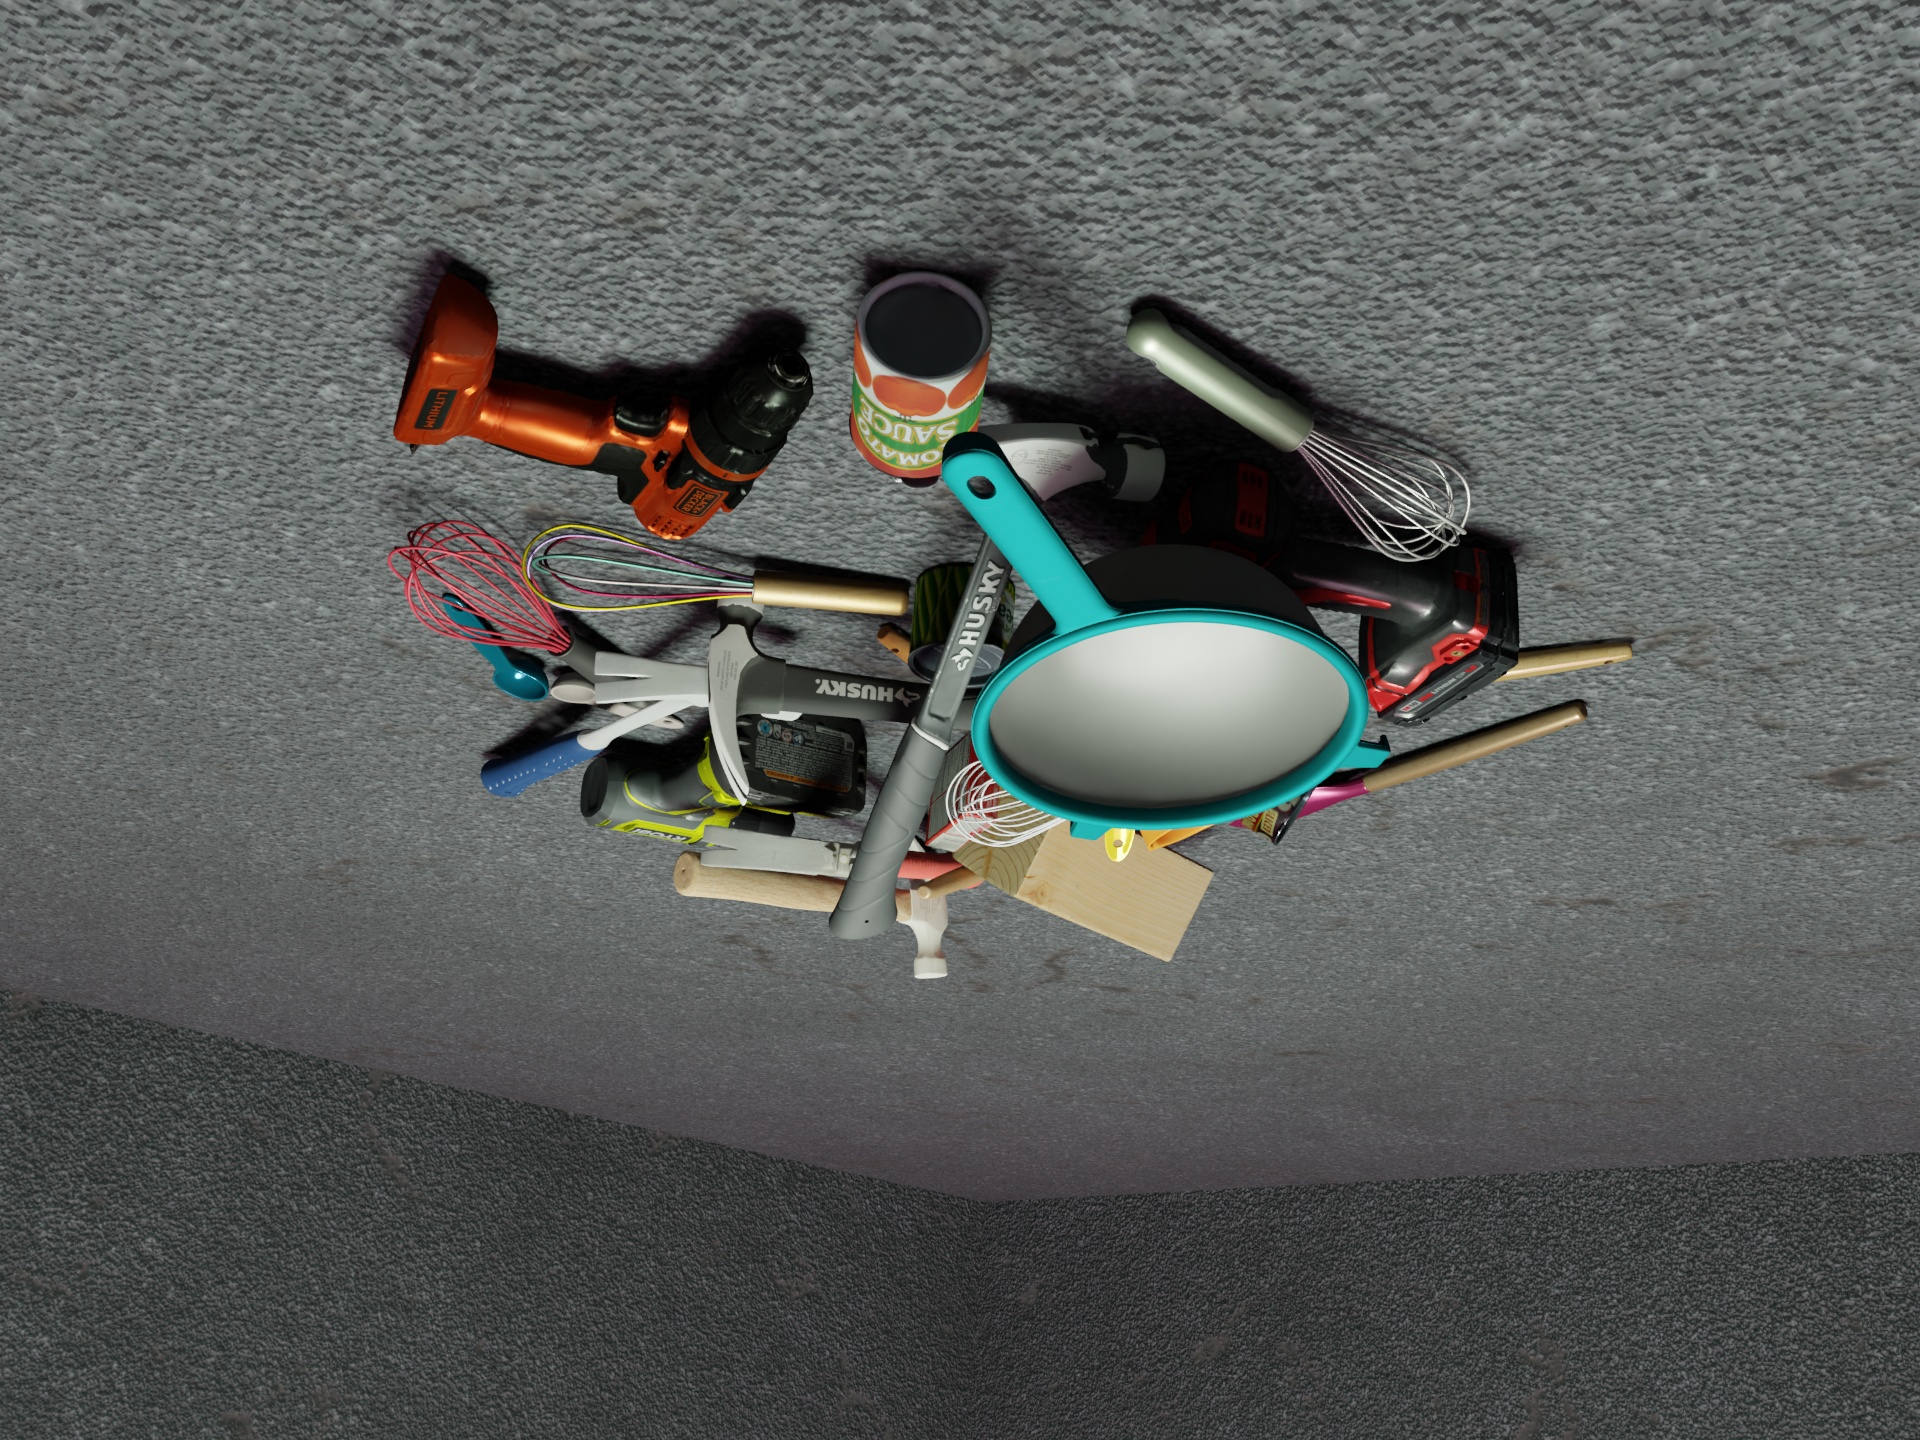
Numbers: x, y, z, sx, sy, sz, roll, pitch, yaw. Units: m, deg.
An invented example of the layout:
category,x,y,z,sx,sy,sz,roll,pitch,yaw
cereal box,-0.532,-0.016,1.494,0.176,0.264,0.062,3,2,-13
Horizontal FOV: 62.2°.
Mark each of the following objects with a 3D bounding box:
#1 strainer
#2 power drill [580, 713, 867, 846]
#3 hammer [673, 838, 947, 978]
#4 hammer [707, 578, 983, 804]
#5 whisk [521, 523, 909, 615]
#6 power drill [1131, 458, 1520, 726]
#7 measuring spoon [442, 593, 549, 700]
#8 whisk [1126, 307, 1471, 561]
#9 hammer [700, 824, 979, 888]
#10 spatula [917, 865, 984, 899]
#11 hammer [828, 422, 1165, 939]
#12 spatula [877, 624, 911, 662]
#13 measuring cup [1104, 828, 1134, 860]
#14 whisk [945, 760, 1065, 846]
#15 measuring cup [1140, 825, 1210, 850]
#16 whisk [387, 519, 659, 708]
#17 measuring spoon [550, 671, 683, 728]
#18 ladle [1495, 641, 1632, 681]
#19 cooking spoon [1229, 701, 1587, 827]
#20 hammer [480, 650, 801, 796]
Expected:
category,x,y,z,sx,sy,sz,roll,pitch,yaw
strainer,0.080,-0.062,0.827,0.211,0.095,0.340,-17,141,24
power drill,-0.176,0.056,1.296,0.190,0.080,0.228,15,157,-36
hammer,-0.119,0.146,1.371,0.031,0.130,0.331,-14,161,34
hammer,-0.002,-0.003,1.056,0.334,0.146,0.035,7,158,-10
whisk,-0.154,-0.091,1.013,0.245,0.047,0.051,4,155,-10
power drill,0.206,-0.073,0.943,0.219,0.079,0.143,16,152,-17
measuring spoon,-0.337,-0.058,1.154,0.042,0.021,0.128,1,147,19
whisk,0.179,-0.147,0.823,0.246,0.058,0.059,25,110,-31
hammer,-0.069,0.118,1.334,0.149,0.037,0.359,4,175,21
spatula,0.035,0.137,1.393,0.082,0.044,0.317,-3,-179,24
hammer,-0.017,-0.006,0.957,0.149,0.036,0.408,4,132,-21
spatula,0.047,0.001,1.199,0.081,0.041,0.322,-15,145,36
measuring cup,0.118,0.029,1.140,0.062,0.029,0.156,3,118,-1
whisk,0.128,0.035,1.177,0.284,0.070,0.070,-13,154,4
measuring cup,0.196,0.056,1.270,0.095,0.052,0.173,-33,165,28
whisk,-0.284,-0.061,1.086,0.073,0.073,0.295,-4,161,19
measuring spoon,-0.263,-0.016,1.234,0.034,0.018,0.124,-17,155,36
ladle,0.291,-0.025,1.091,0.315,0.031,0.069,-8,154,23
cooking spoon,0.336,0.041,1.227,0.068,0.017,0.319,2,161,-41
hammer,-0.280,0.011,1.208,0.144,0.035,0.405,7,165,-35
